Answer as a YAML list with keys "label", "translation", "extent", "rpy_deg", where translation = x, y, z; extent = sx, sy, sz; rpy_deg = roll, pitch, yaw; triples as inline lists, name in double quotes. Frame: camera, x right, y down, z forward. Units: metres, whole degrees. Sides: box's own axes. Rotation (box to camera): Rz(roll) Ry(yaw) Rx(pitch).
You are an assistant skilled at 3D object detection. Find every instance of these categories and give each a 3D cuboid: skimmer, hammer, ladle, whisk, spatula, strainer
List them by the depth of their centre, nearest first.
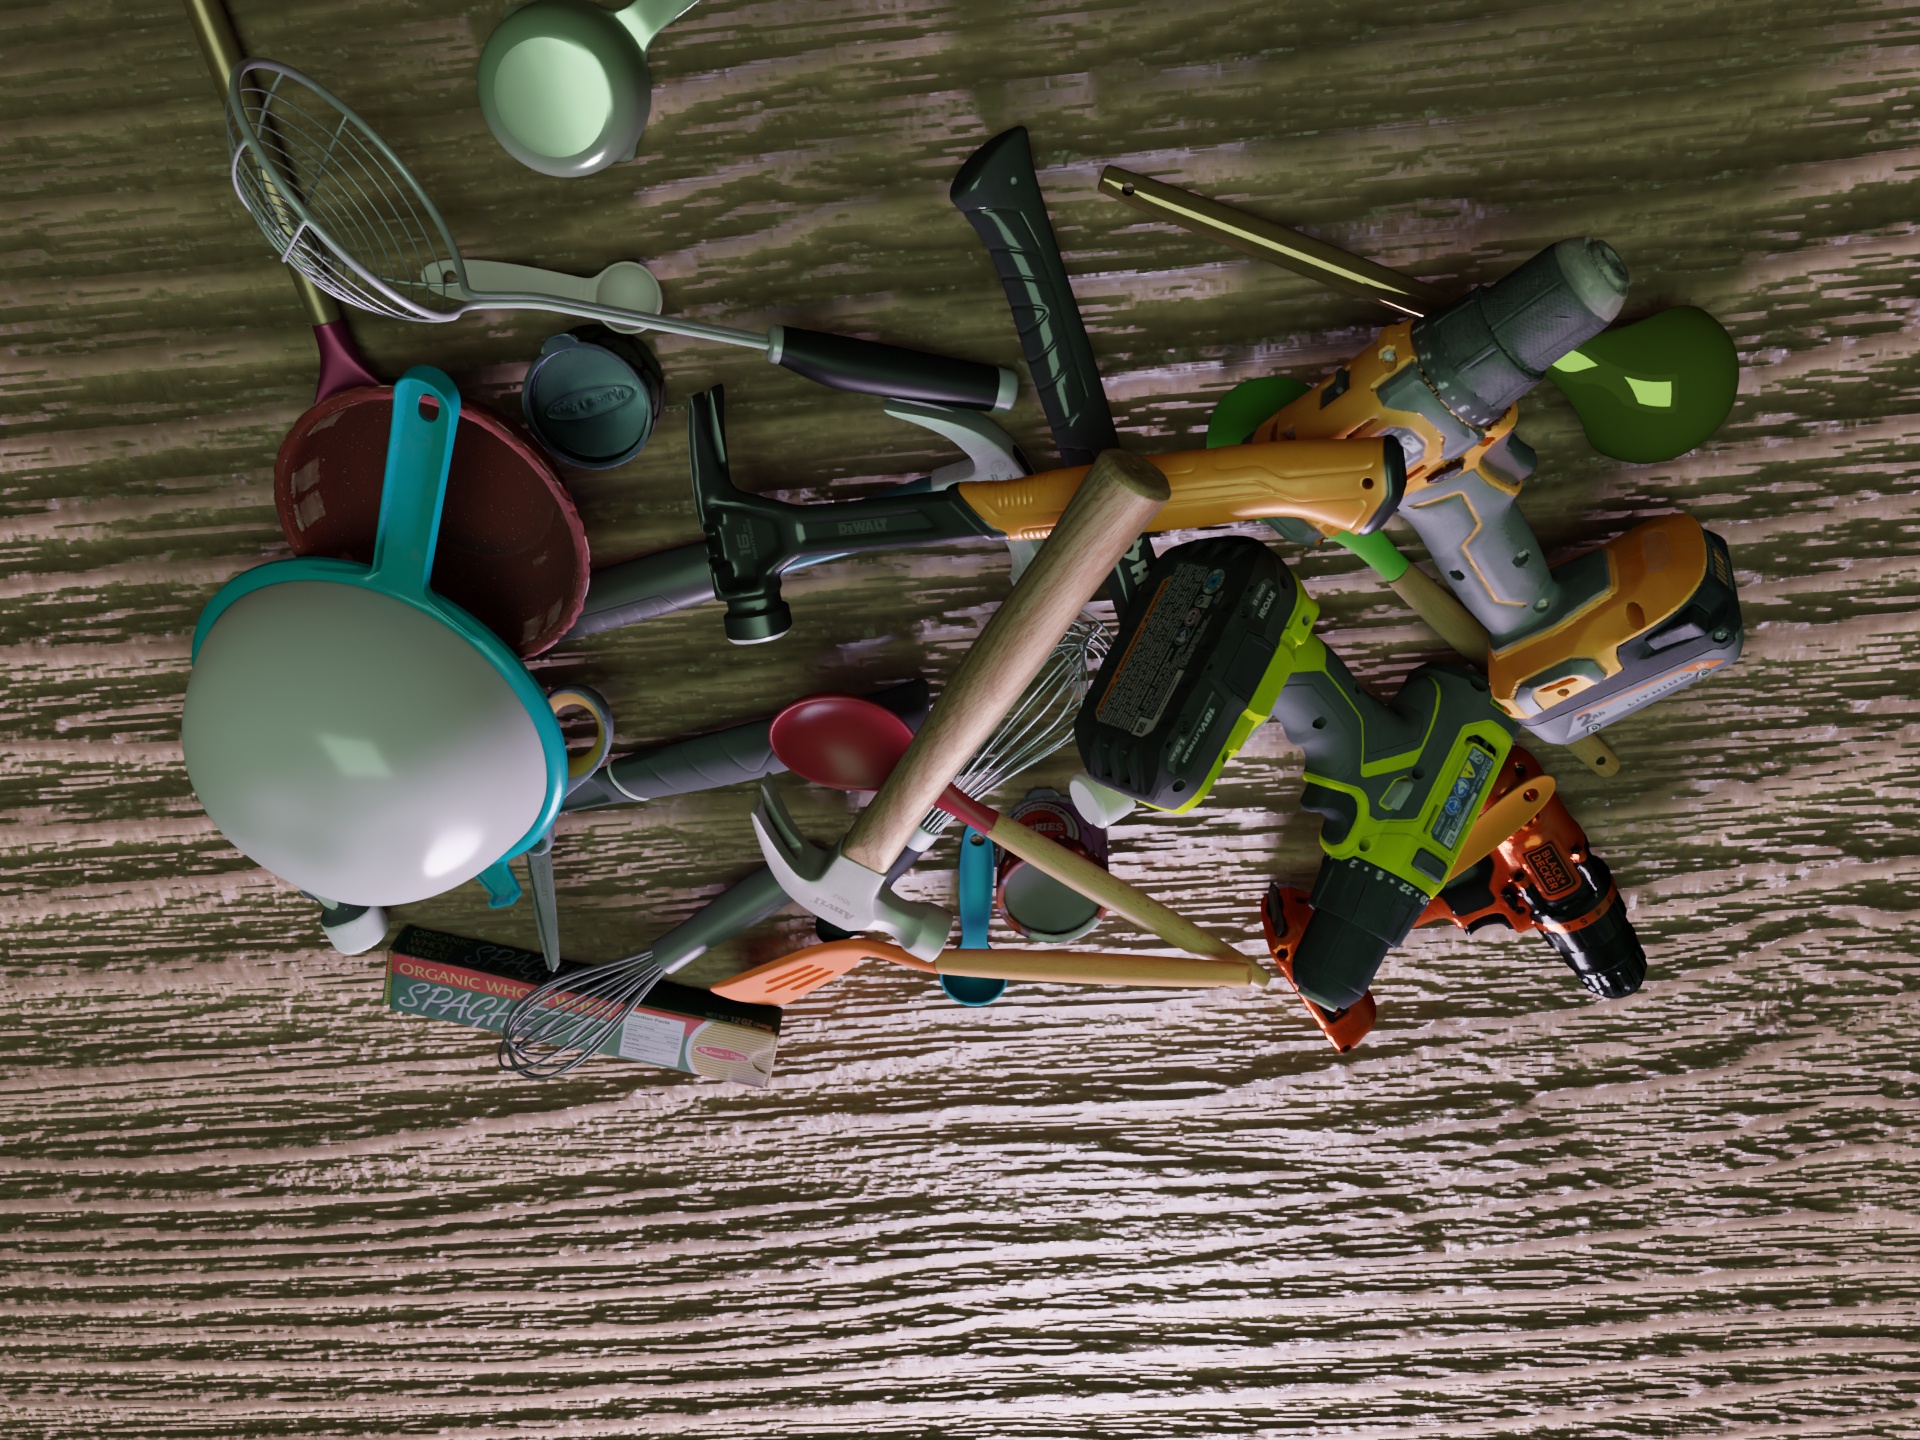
- label: "skimmer"
  translation: [-0.138, -0.209, 0.725]
  extent: [0.363, 0.127, 0.090]
  rpy_deg: [8, 127, -17]
- label: "hammer"
  translation: [0.032, -0.107, 0.737]
  extent: [0.337, 0.034, 0.127]
  rpy_deg: [-2, 110, 20]
- label: "ladle"
  translation: [0.217, -0.202, 0.756]
  extent: [0.320, 0.062, 0.078]
  rpy_deg: [21, 118, -1]
- label: "hammer"
  translation: [-0.001, -0.002, 0.773]
  extent: [0.130, 0.031, 0.331]
  rpy_deg: [26, 130, -11]
- label: "hammer"
  translation: [0.073, -0.122, 0.786]
  extent: [0.146, 0.035, 0.334]
  rpy_deg: [-28, 111, -20]
- label: "strainer"
  translation: [-0.299, -0.016, 0.786]
  extent: [0.211, 0.095, 0.340]
  rpy_deg: [23, 131, -4]
- label: "hammer"
  translation: [-0.118, -0.083, 0.845]
  extent: [0.331, 0.033, 0.128]
  rpy_deg: [-15, 120, 12]
- label: "ladle"
  translation: [0.039, 0.068, 0.862]
  extent: [0.315, 0.031, 0.069]
  rpy_deg: [30, 130, -12]
- label: "whisk"
  translation: [-0.004, 0.042, 0.902]
  extent: [0.070, 0.070, 0.284]
  rpy_deg: [31, 123, -14]
- label: "hammer"
  translation: [-0.212, 0.034, 0.921]
  extent: [0.409, 0.036, 0.149]
  rpy_deg: [-13, 118, 10]
- label: "spatula"
  translation: [0.009, 0.150, 0.927]
  extent: [0.323, 0.041, 0.081]
  rpy_deg: [-1, 163, 24]
- label: "whisk"
  translation: [-0.179, 0.143, 0.958]
  extent: [0.239, 0.055, 0.055]
  rpy_deg: [-33, 114, 6]

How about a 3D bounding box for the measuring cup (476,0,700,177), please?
- label: "measuring cup"
  translation: [-0.147, -0.309, 0.709]
  extent: [0.167, 0.038, 0.083]
  rpy_deg: [-31, 114, 22]

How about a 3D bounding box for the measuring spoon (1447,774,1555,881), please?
- label: "measuring spoon"
  translation: [0.275, 0.068, 0.866]
  extent: [0.021, 0.011, 0.117]
  rpy_deg: [43, 107, -12]

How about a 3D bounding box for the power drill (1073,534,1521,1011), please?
- label: "power drill"
  translation: [0.171, 0.029, 0.802]
  extent: [0.228, 0.080, 0.190]
  rpy_deg: [31, 85, -31]

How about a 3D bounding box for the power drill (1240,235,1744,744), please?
- label: "power drill"
  translation: [0.268, -0.104, 0.734]
  extent: [0.226, 0.084, 0.185]
  rpy_deg: [36, 134, -21]

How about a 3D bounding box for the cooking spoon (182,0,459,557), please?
- label: "cooking spoon"
  translation: [-0.322, -0.222, 0.785]
  extent: [0.069, 0.017, 0.318]
  rpy_deg: [-10, 120, 4]

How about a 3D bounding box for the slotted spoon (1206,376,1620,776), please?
- label: "slotted spoon"
  translation: [0.249, -0.064, 0.837]
  extent: [0.313, 0.031, 0.070]
  rpy_deg: [38, 111, -19]

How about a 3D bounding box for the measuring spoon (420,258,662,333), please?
- label: "measuring spoon"
  translation: [-0.206, -0.213, 0.787]
  extent: [0.124, 0.018, 0.034]
  rpy_deg: [8, 100, 6]

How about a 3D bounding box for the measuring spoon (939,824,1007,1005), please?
- label: "measuring spoon"
  translation: [0.010, 0.114, 0.968]
  extent: [0.042, 0.021, 0.128]
  rpy_deg: [3, 112, 3]
